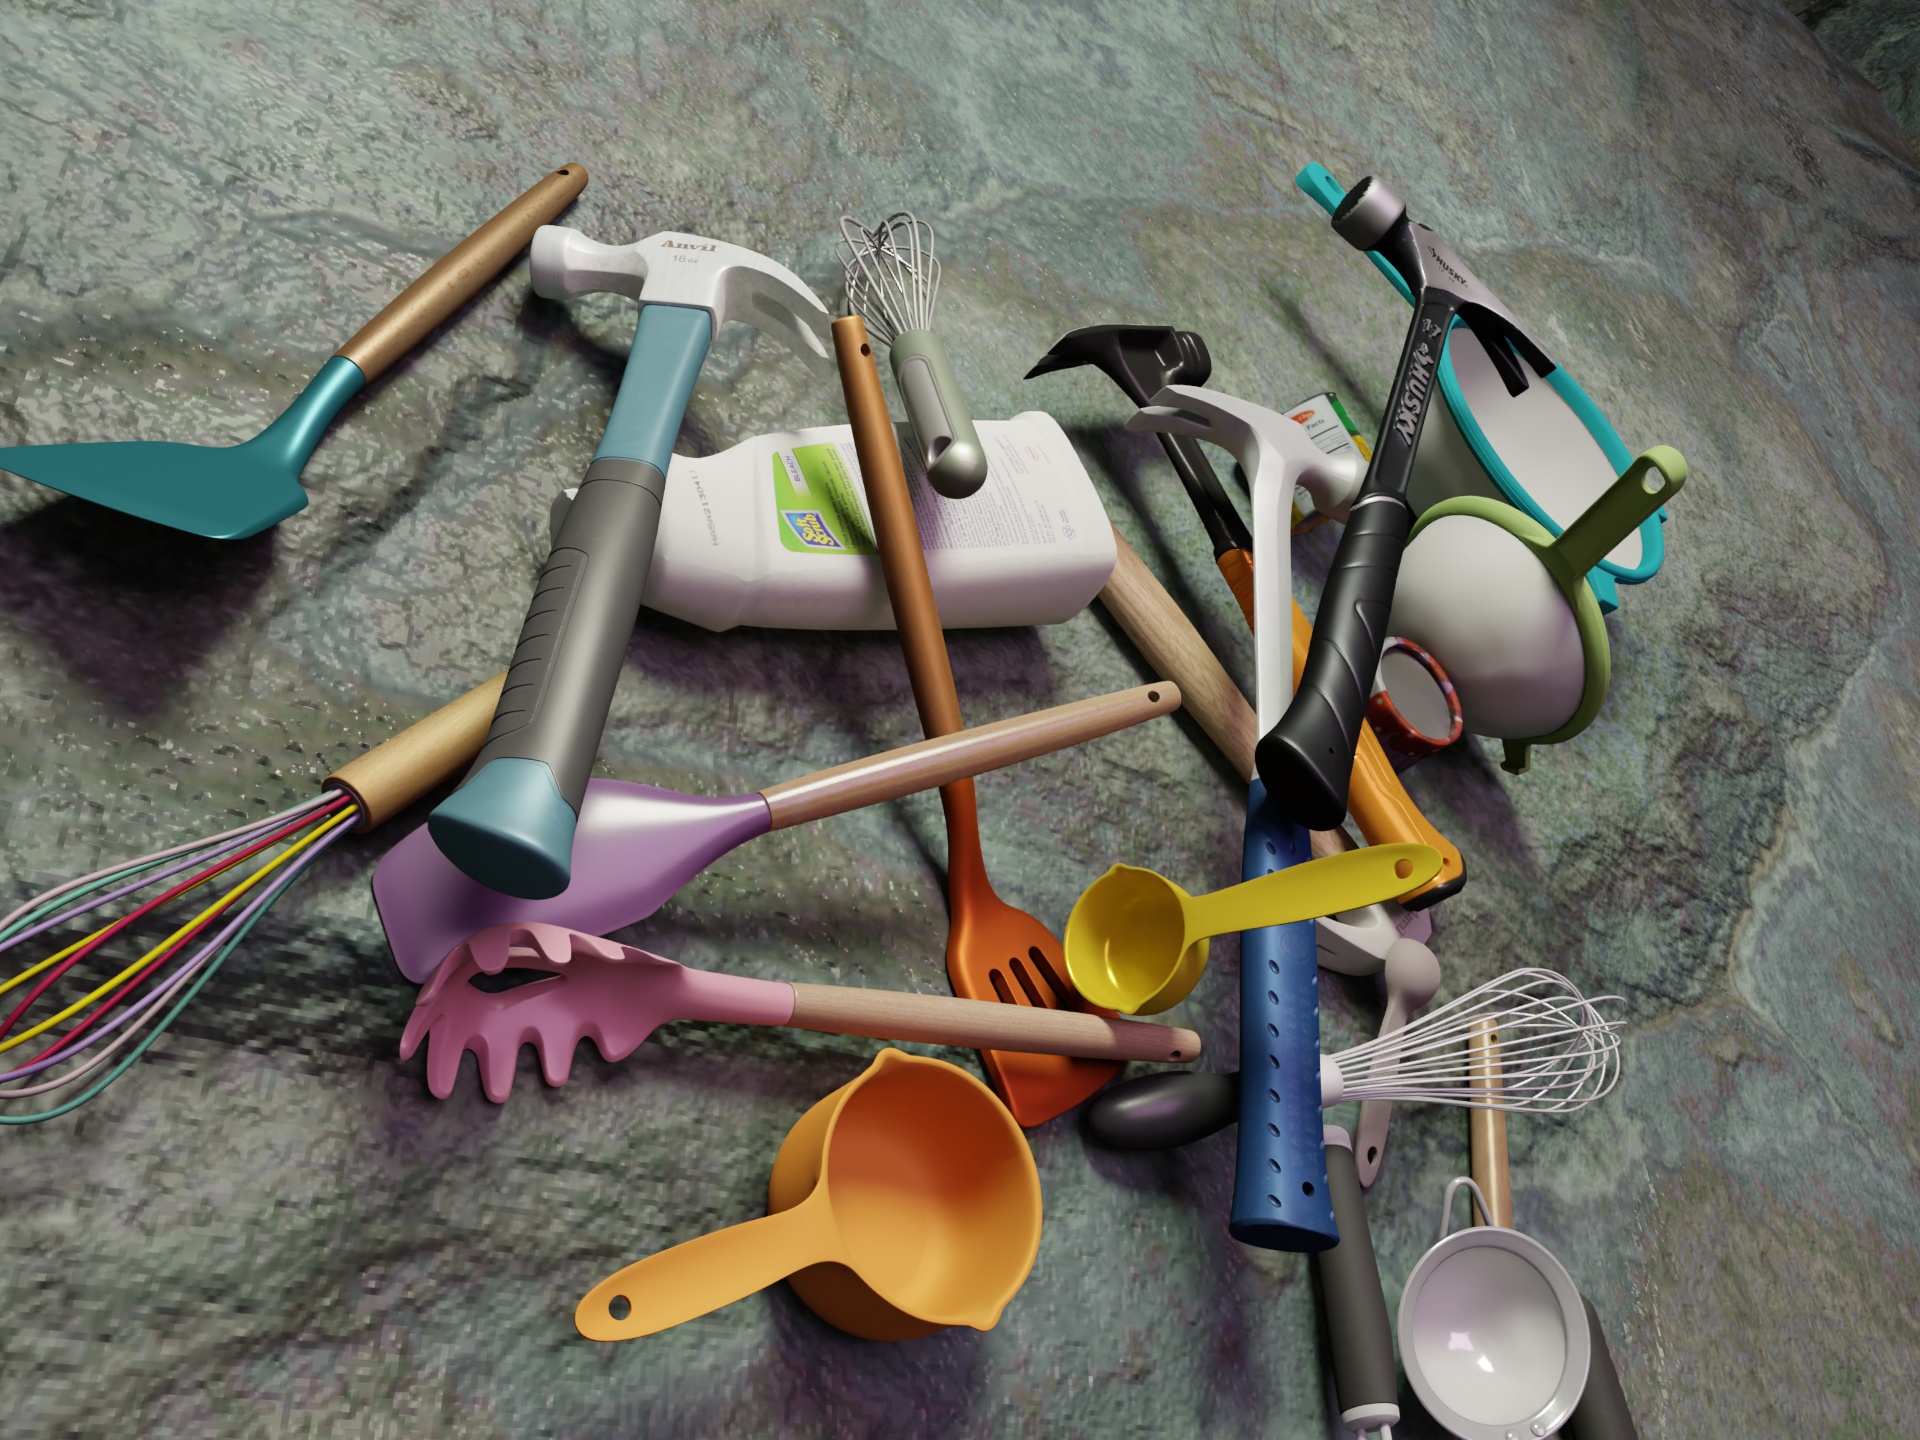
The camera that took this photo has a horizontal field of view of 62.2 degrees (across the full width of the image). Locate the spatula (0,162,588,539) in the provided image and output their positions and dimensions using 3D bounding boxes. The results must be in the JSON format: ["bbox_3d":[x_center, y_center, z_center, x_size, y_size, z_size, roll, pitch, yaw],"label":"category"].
[{"bbox_3d":[-0.215,-0.151,0.596,0.082,0.044,0.318,18,44,5],"label":"spatula"}]

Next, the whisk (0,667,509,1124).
[{"bbox_3d":[-0.201,0.038,0.484,0.051,0.047,0.245,48,40,-1],"label":"whisk"}]

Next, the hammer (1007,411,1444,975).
[{"bbox_3d":[0.120,-0.015,0.794,0.331,0.031,0.130,53,43,2],"label":"hammer"}]

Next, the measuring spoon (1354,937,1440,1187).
[{"bbox_3d":[0.204,0.158,0.737,0.034,0.018,0.124,41,56,-31],"label":"measuring spoon"}]

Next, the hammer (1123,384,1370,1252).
[{"bbox_3d":[0.133,0.019,0.694,0.144,0.035,0.406,22,55,-23],"label":"hammer"}]

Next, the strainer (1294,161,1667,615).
[{"bbox_3d":[0.309,-0.205,1.034,0.340,0.095,0.211,50,40,2],"label":"strainer"}]

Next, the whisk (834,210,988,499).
[{"bbox_3d":[-0.022,-0.169,0.713,0.059,0.058,0.247,33,25,-32],"label":"whisk"}]

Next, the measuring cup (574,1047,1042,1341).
[{"bbox_3d":[-0.053,0.168,0.512,0.173,0.052,0.095,-8,68,-40],"label":"measuring cup"}]

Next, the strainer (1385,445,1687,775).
[{"bbox_3d":[0.287,-0.063,0.837,0.069,0.256,0.151,-26,75,-17],"label":"strainer"}]

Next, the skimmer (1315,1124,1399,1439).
[{"bbox_3d":[0.145,0.299,0.558,0.090,0.127,0.364,47,30,-39],"label":"skimmer"}]

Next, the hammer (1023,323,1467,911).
[{"bbox_3d":[0.152,-0.057,0.801,0.127,0.034,0.337,-13,71,-45],"label":"hammer"}]

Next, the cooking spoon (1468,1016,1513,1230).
[{"bbox_3d":[0.239,0.274,0.706,0.068,0.017,0.319,30,48,-22],"label":"cooking spoon"}]

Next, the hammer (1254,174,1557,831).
[{"bbox_3d":[0.209,-0.109,0.772,0.149,0.036,0.409,36,51,-14],"label":"hammer"}]

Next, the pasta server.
[{"bbox_3d":[-0.036,0.108,0.560,0.316,0.060,0.040,12,29,-31],"label":"pasta server"}]

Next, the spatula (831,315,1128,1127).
[{"bbox_3d":[-0.001,-0.002,0.633,0.081,0.041,0.322,-20,100,-45],"label":"spatula"}]

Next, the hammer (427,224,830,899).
[{"bbox_3d":[-0.122,-0.076,0.562,0.128,0.033,0.331,5,47,-1],"label":"hammer"}]

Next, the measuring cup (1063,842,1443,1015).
[{"bbox_3d":[0.112,0.075,0.607,0.029,0.156,0.062,31,48,-48],"label":"measuring cup"}]

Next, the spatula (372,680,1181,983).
[{"bbox_3d":[-0.049,0.025,0.579,0.316,0.018,0.060,-15,74,-27],"label":"spatula"}]

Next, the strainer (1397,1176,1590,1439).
[{"bbox_3d":[0.233,0.316,0.636,0.087,0.050,0.259,-9,68,-15],"label":"strainer"}]

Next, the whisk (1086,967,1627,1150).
[{"bbox_3d":[0.178,0.153,0.690,0.284,0.070,0.070,-4,64,-25],"label":"whisk"}]
